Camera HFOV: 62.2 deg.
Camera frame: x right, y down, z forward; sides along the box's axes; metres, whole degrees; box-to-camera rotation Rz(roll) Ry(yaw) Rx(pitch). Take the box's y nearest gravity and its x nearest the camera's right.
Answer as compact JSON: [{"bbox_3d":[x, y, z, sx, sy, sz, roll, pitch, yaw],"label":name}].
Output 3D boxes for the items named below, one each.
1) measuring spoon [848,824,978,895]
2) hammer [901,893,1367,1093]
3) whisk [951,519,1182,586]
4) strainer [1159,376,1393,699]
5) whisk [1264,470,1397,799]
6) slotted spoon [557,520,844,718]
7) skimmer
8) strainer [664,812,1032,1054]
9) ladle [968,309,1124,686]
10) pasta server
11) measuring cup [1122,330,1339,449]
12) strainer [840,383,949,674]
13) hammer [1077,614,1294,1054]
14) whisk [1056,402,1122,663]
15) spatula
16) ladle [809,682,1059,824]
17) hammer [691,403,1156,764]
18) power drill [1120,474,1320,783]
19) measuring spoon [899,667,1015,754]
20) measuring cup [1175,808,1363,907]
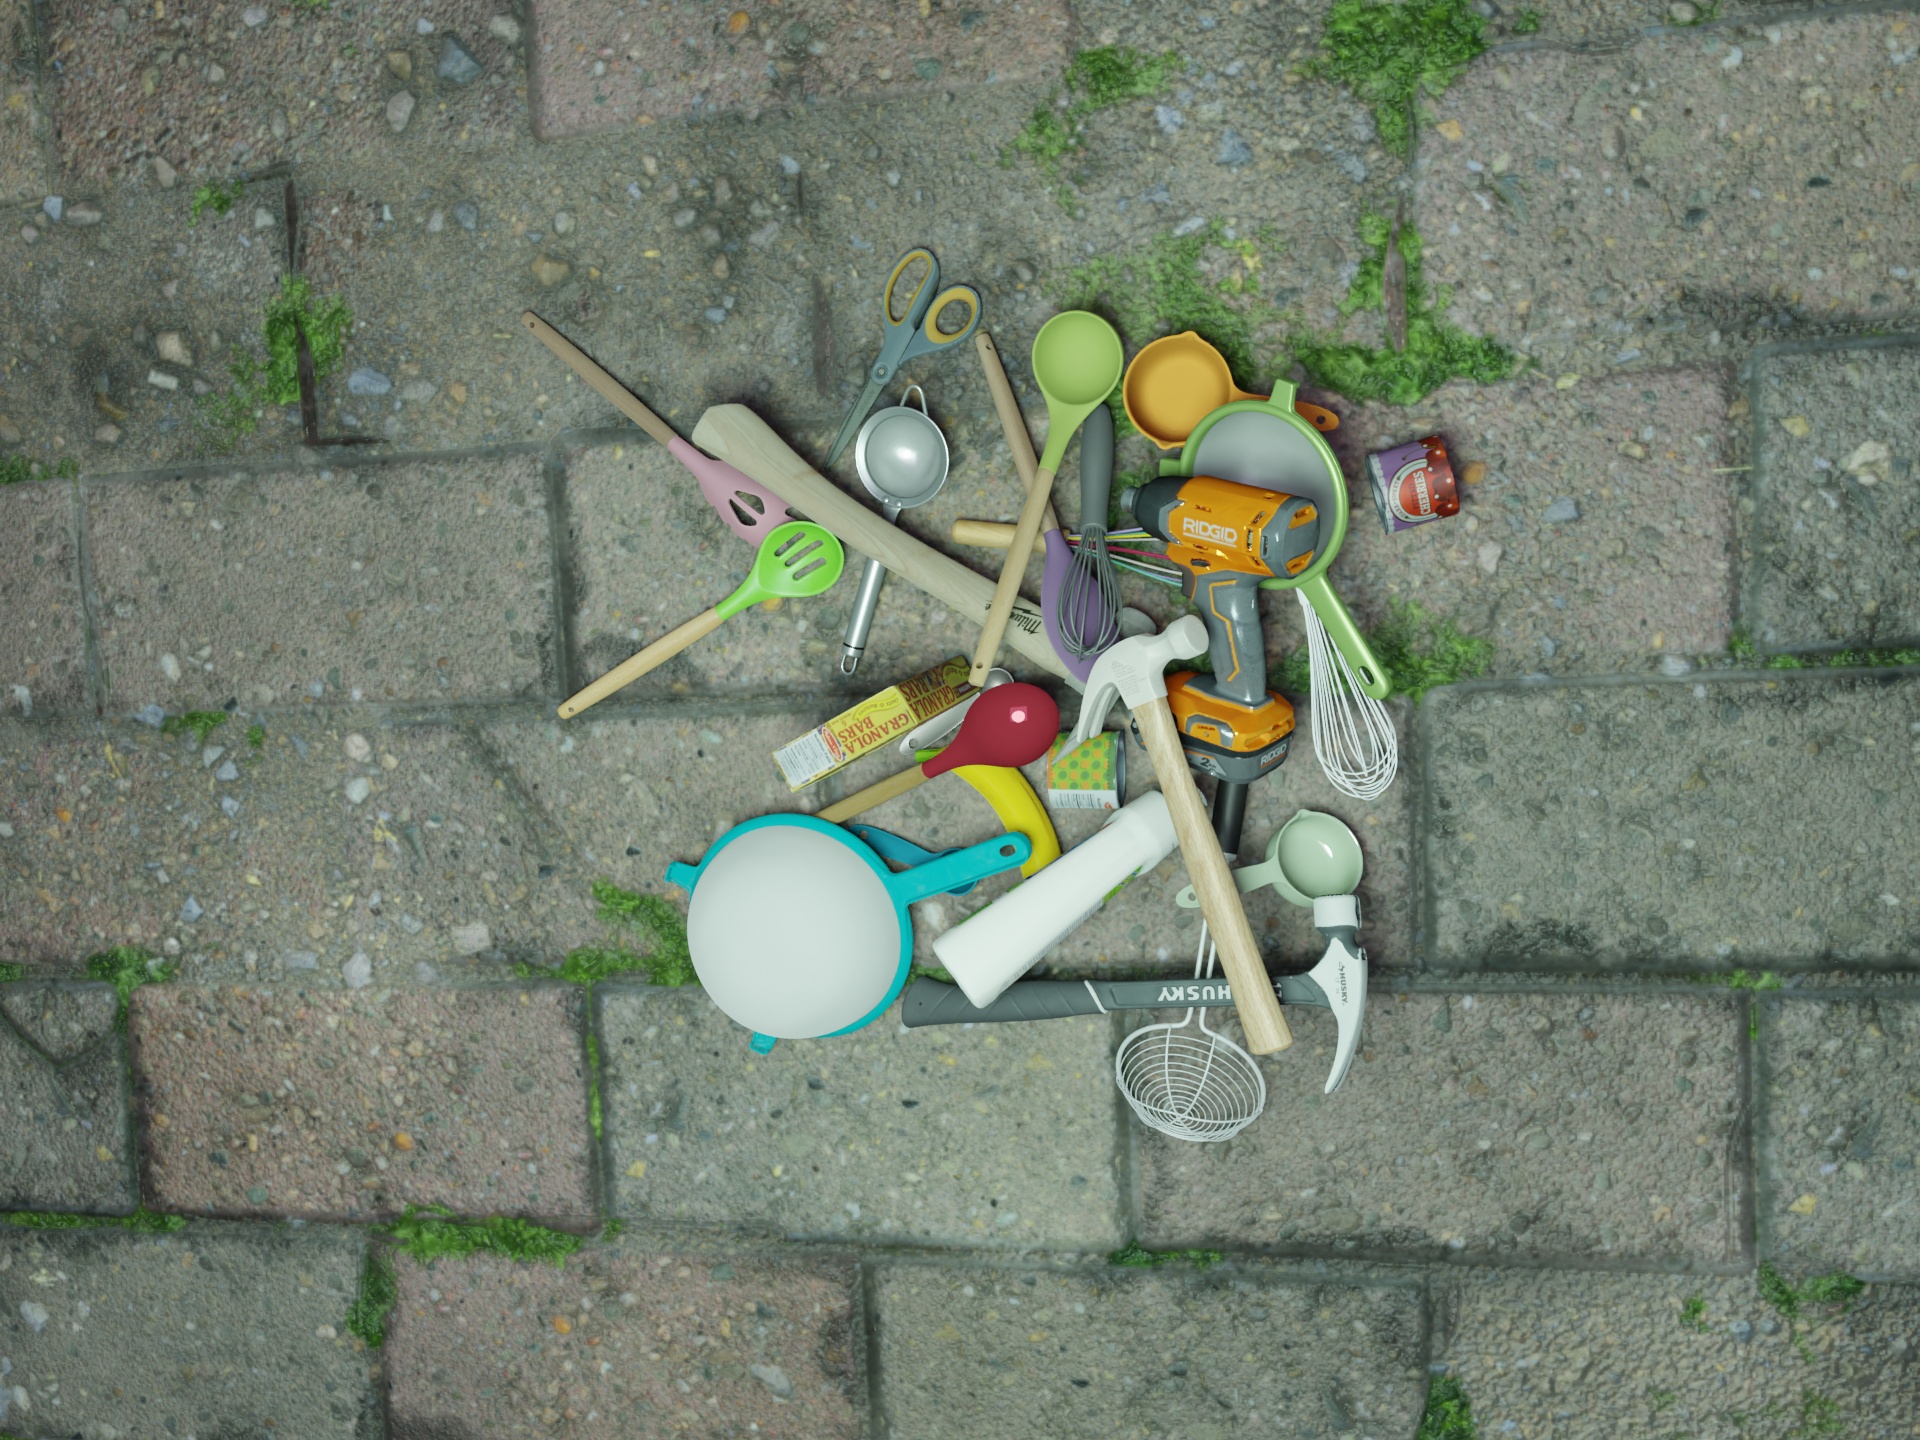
[{"bbox_3d":[-0.039,0.117,1.396,0.129,0.021,0.042,20,98,19],"label":"measuring spoon"},{"bbox_3d":[0.131,0.230,1.302,0.409,0.036,0.149,-8,78,29],"label":"hammer"},{"bbox_3d":[0.111,-0.143,1.329,0.245,0.047,0.051,8,84,16],"label":"whisk"},{"bbox_3d":[0.275,-0.137,1.236,0.151,0.069,0.256,-31,91,51],"label":"strainer"},{"bbox_3d":[0.293,-0.073,1.288,0.070,0.070,0.284,-17,87,13],"label":"whisk"},{"bbox_3d":[-0.235,-0.084,1.412,0.314,0.031,0.070,-31,112,15],"label":"slotted spoon"},{"bbox_3d":[0.213,0.174,1.338,0.127,0.090,0.363,9,86,17],"label":"skimmer"},{"bbox_3d":[-0.099,0.171,1.339,0.340,0.095,0.211,-22,98,23],"label":"strainer"},{"bbox_3d":[0.058,-0.180,1.274,0.078,0.062,0.320,14,77,18],"label":"ladle"},{"bbox_3d":[-0.271,-0.262,1.408,0.316,0.040,0.060,40,101,10],"label":"pasta server"},{"bbox_3d":[0.219,-0.256,1.290,0.173,0.052,0.095,14,97,9],"label":"measuring cup"},{"bbox_3d":[-0.065,-0.161,1.364,0.087,0.050,0.258,21,104,16],"label":"strainer"},{"bbox_3d":[0.180,0.094,1.217,0.130,0.031,0.331,-23,84,41],"label":"hammer"},{"bbox_3d":[0.106,-0.156,1.282,0.055,0.055,0.239,-1,66,12],"label":"whisk"},{"bbox_3d":[0.065,-0.178,1.311,0.059,0.018,0.316,-13,77,-18],"label":"spatula"},{"bbox_3d":[-0.046,0.049,1.327,0.315,0.031,0.069,-27,102,37],"label":"ladle"},{"bbox_3d":[-0.045,-0.126,1.306,0.410,0.038,0.146,32,71,0],"label":"hammer"},{"bbox_3d":[0.191,-0.080,1.246,0.164,0.084,0.226,22,123,38],"label":"power drill"},{"bbox_3d":[-0.002,-0.004,1.379,0.124,0.018,0.034,-33,75,19],"label":"measuring spoon"},{"bbox_3d":[0.244,0.127,1.287,0.167,0.038,0.083,-14,75,-16],"label":"measuring cup"}]
